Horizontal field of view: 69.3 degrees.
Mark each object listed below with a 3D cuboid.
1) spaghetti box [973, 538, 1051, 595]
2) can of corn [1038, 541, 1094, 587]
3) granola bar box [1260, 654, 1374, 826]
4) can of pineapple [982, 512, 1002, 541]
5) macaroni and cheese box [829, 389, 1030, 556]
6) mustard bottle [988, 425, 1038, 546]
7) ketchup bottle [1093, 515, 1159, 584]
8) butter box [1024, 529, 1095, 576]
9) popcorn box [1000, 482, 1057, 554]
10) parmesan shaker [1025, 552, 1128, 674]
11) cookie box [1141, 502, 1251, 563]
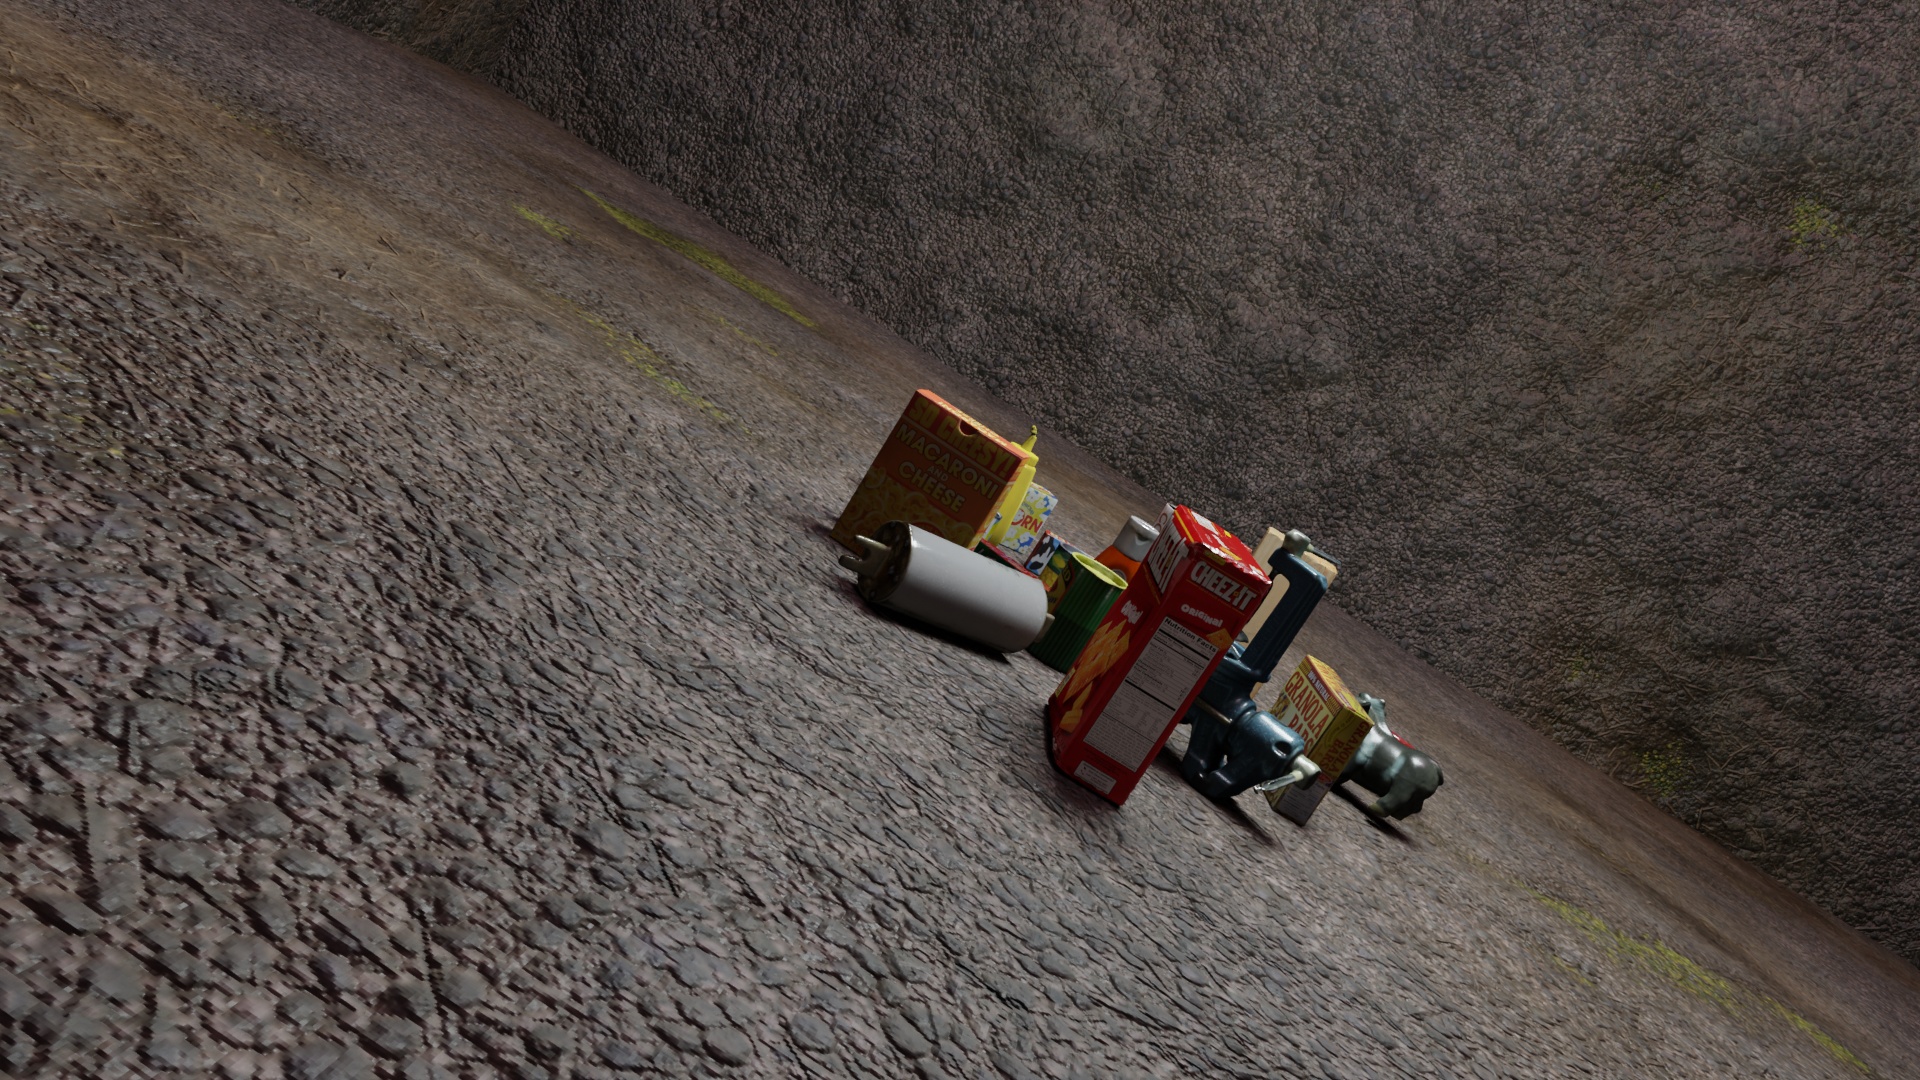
[{"bbox_3d":[0.003,0.014,1.467,0.250,0.050,0.029,37,12,24],"label":"spaghetti box"},{"bbox_3d":[0.132,0.044,1.655,0.071,0.058,0.071,30,11,-6],"label":"can of corn"},{"bbox_3d":[0.344,0.196,1.391,0.039,0.124,0.166,31,11,-5],"label":"granola bar box"},{"bbox_3d":[0.006,-0.020,1.599,0.071,0.057,0.071,30,11,-6],"label":"can of pineapple"},{"bbox_3d":[-0.029,-0.042,1.323,0.124,0.166,0.040,33,11,9],"label":"macaroni and cheese box"},{"bbox_3d":[0.052,-0.065,1.651,0.049,0.160,0.065,24,13,-36],"label":"mustard bottle"},{"bbox_3d":[0.159,0.044,1.493,0.065,0.148,0.043,30,11,-10],"label":"ketchup bottle"},{"bbox_3d":[0.136,0.035,1.716,0.103,0.053,0.024,30,11,-8],"label":"butter box"},{"bbox_3d":[0.050,-0.044,1.748,0.126,0.085,0.038,23,13,-35],"label":"popcorn box"},{"bbox_3d":[0.111,0.072,1.363,0.071,0.103,0.071,30,11,-6],"label":"parmesan shaker"},{"bbox_3d":[0.255,0.053,1.659,0.123,0.167,0.040,25,13,-31],"label":"cookie box"}]
